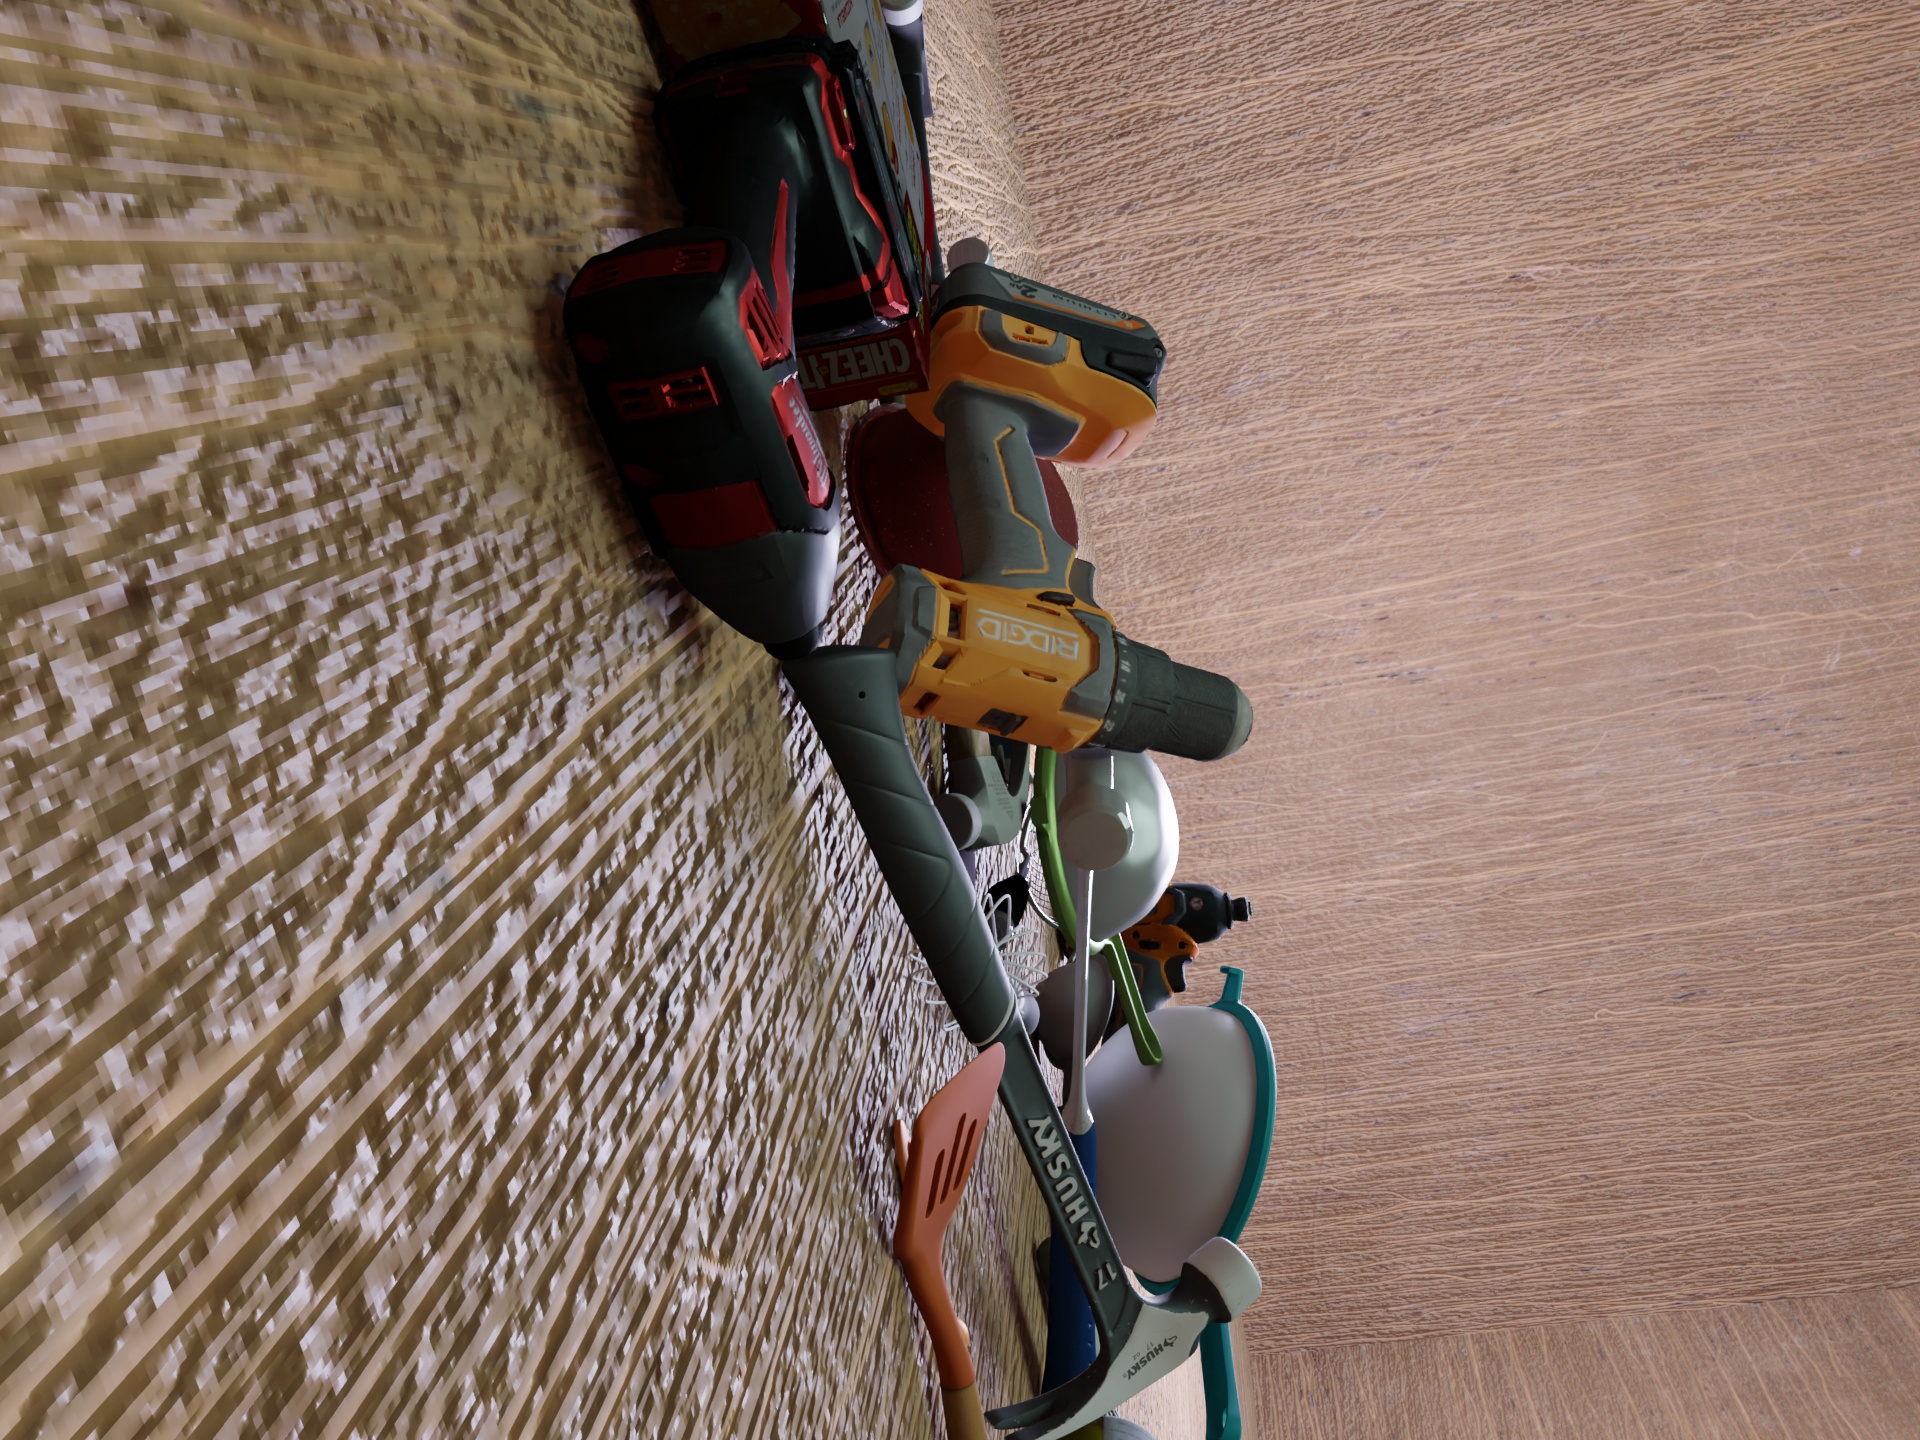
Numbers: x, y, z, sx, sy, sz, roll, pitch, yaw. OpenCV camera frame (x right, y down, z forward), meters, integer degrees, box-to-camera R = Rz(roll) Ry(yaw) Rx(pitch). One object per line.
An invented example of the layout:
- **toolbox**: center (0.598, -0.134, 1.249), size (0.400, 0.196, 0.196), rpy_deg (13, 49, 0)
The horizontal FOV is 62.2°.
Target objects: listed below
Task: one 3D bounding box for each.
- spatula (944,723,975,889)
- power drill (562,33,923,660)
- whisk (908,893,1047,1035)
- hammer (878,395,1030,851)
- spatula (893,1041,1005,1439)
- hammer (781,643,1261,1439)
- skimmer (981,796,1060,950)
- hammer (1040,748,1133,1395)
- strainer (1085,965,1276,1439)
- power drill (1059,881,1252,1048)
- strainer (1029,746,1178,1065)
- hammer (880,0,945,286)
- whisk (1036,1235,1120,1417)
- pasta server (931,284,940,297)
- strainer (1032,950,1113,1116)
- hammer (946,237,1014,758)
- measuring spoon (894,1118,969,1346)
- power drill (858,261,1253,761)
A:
- **spatula**: center (-0.002, -0.003, 0.978), size (0.059, 0.018, 0.316), rpy_deg (70, 14, -54)
- **power drill**: center (-0.067, -0.131, 0.545), size (0.220, 0.078, 0.143), rpy_deg (-86, 164, -47)
- **whisk**: center (0.020, 0.143, 0.848), size (0.284, 0.070, 0.070), rpy_deg (67, 15, -72)
- **hammer**: center (-0.014, -0.090, 0.914), size (0.130, 0.031, 0.331), rpy_deg (5, 73, -70)
- **spatula**: center (0.011, 0.297, 0.657), size (0.081, 0.041, 0.322), rpy_deg (-21, 103, -63)
- **hammer**: center (0.015, 0.147, 0.698), size (0.036, 0.149, 0.408), rpy_deg (17, -45, 59)
- **skimmer**: center (0.070, 0.103, 1.050), size (0.363, 0.090, 0.127), rpy_deg (-31, 123, -81)
- **hammer**: center (0.062, 0.195, 0.830), size (0.144, 0.035, 0.405), rpy_deg (-84, 175, -67)
- **strainer**: center (0.127, 0.323, 1.067), size (0.341, 0.095, 0.211), rpy_deg (-87, -159, -57)
- **power drill**: center (0.170, 0.242, 1.324), size (0.084, 0.164, 0.227), rpy_deg (66, 18, -63)
- **strainer**: center (0.114, 0.115, 1.015), size (0.152, 0.069, 0.256), rpy_deg (-65, 141, -59)
- **hammer**: center (-0.024, -0.324, 1.097), size (0.146, 0.035, 0.335), rpy_deg (83, 1, -83)
- **whisk**: center (0.089, 0.429, 0.993), size (0.058, 0.059, 0.246), rpy_deg (-33, 112, -50)
- **pasta server**: center (-0.048, -0.355, 1.015), size (0.060, 0.040, 0.316), rpy_deg (112, -27, -65)
- **strainer**: center (0.073, 0.261, 1.087), size (0.087, 0.050, 0.259), rpy_deg (-38, -137, 49)
- **hammer**: center (0.023, -0.139, 1.040), size (0.128, 0.033, 0.331), rpy_deg (49, 37, -68)
- **measuring spoon**: center (-0.012, 0.224, 0.687), size (0.021, 0.011, 0.117), rpy_deg (-67, 146, -74)
- **power drill**: center (0.052, -0.089, 0.750), size (0.084, 0.185, 0.226), rpy_deg (133, -34, -56)
